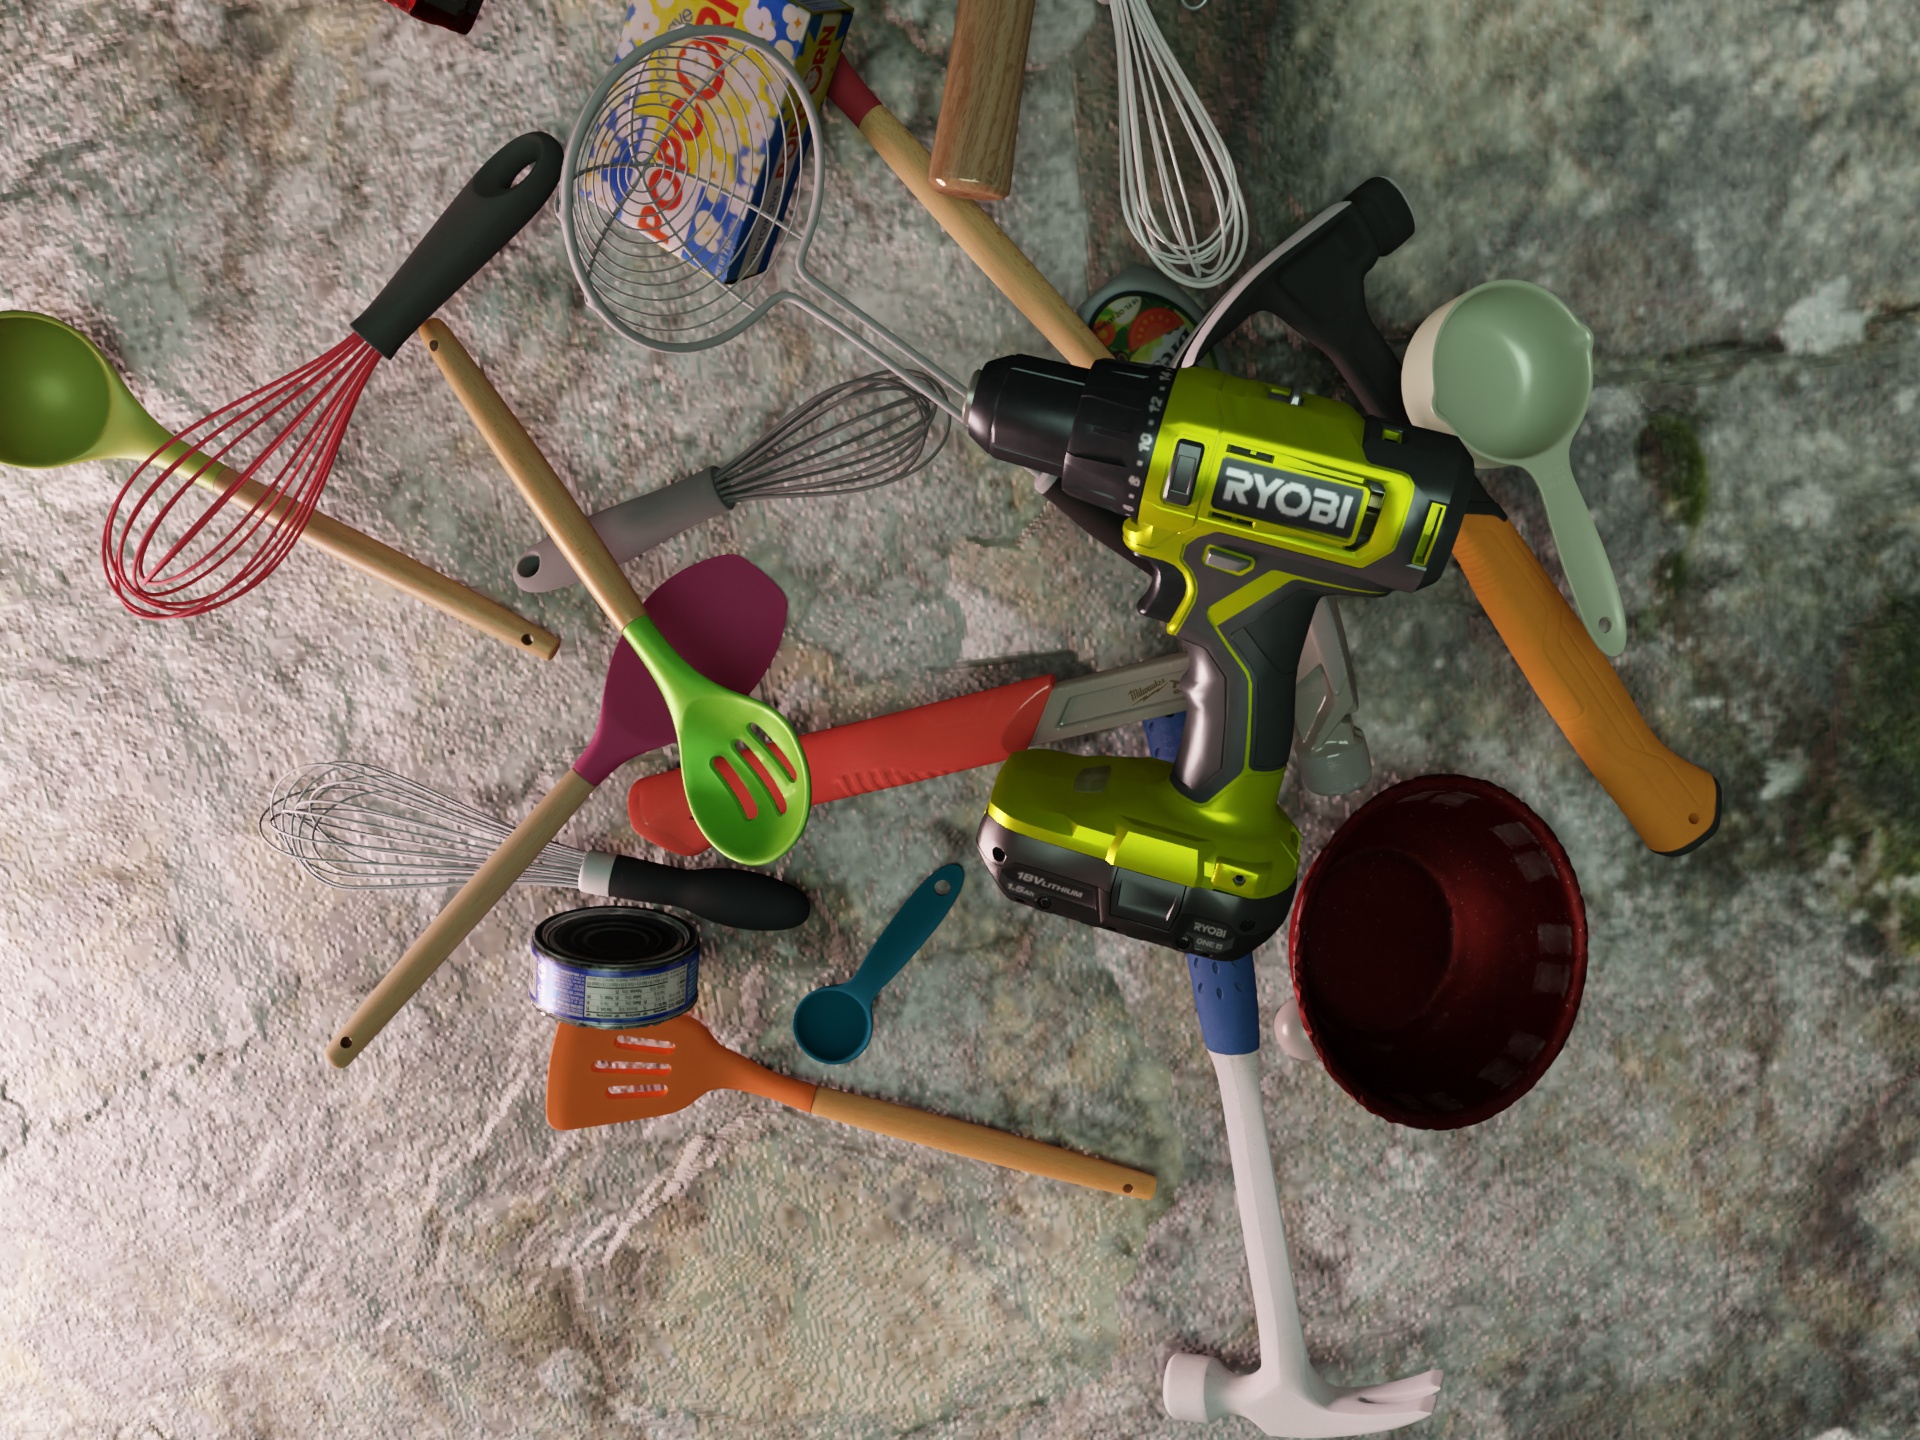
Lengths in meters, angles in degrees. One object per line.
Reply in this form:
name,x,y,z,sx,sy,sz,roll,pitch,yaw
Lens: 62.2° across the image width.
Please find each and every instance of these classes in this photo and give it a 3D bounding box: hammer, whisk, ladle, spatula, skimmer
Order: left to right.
ladle,-0.348,-0.106,0.789,0.320,0.062,0.078,27,101,-3
whisk,-0.288,-0.161,0.741,0.073,0.073,0.296,42,89,-4
whisk,-0.217,0.073,0.817,0.284,0.070,0.070,11,106,0
whisk,-0.114,-0.108,0.762,0.239,0.055,0.055,-20,101,17
spatula,-0.055,0.211,0.838,0.322,0.041,0.081,14,105,3
ladle,-0.022,-0.247,0.698,0.315,0.031,0.069,49,119,3
skimmer,-0.001,-0.141,0.673,0.363,0.090,0.127,34,89,-17
hammer,-0.001,-0.002,0.743,0.359,0.037,0.149,-13,112,21
hammer,0.031,-0.382,0.646,0.130,0.031,0.331,10,98,9
whisk,0.074,-0.308,0.687,0.059,0.058,0.246,-21,99,-23
hammer,0.143,0.173,0.791,0.144,0.035,0.405,-5,102,28
hammer,0.234,-0.069,0.713,0.127,0.034,0.336,-40,100,-9

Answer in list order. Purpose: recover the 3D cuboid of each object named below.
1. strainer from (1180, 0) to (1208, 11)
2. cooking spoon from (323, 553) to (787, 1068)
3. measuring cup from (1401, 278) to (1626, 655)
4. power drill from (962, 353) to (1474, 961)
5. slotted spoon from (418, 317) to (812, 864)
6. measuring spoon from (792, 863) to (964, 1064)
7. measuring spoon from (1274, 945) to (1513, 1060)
strainer,0.138,-0.423,0.647,0.086,0.050,0.258,9,114,-24
cooking spoon,-0.203,0.047,0.784,0.068,0.017,0.319,41,88,-4
measuring cup,0.242,-0.104,0.679,0.083,0.038,0.167,-27,100,-13
power drill,0.080,-0.031,0.645,0.190,0.080,0.228,15,116,7
slotted spoon,-0.166,-0.067,0.749,0.070,0.031,0.314,-39,82,23
measuring spoon,-0.039,0.124,0.829,0.042,0.021,0.128,38,97,-2
measuring spoon,0.216,0.140,0.793,0.124,0.018,0.034,-24,100,13
